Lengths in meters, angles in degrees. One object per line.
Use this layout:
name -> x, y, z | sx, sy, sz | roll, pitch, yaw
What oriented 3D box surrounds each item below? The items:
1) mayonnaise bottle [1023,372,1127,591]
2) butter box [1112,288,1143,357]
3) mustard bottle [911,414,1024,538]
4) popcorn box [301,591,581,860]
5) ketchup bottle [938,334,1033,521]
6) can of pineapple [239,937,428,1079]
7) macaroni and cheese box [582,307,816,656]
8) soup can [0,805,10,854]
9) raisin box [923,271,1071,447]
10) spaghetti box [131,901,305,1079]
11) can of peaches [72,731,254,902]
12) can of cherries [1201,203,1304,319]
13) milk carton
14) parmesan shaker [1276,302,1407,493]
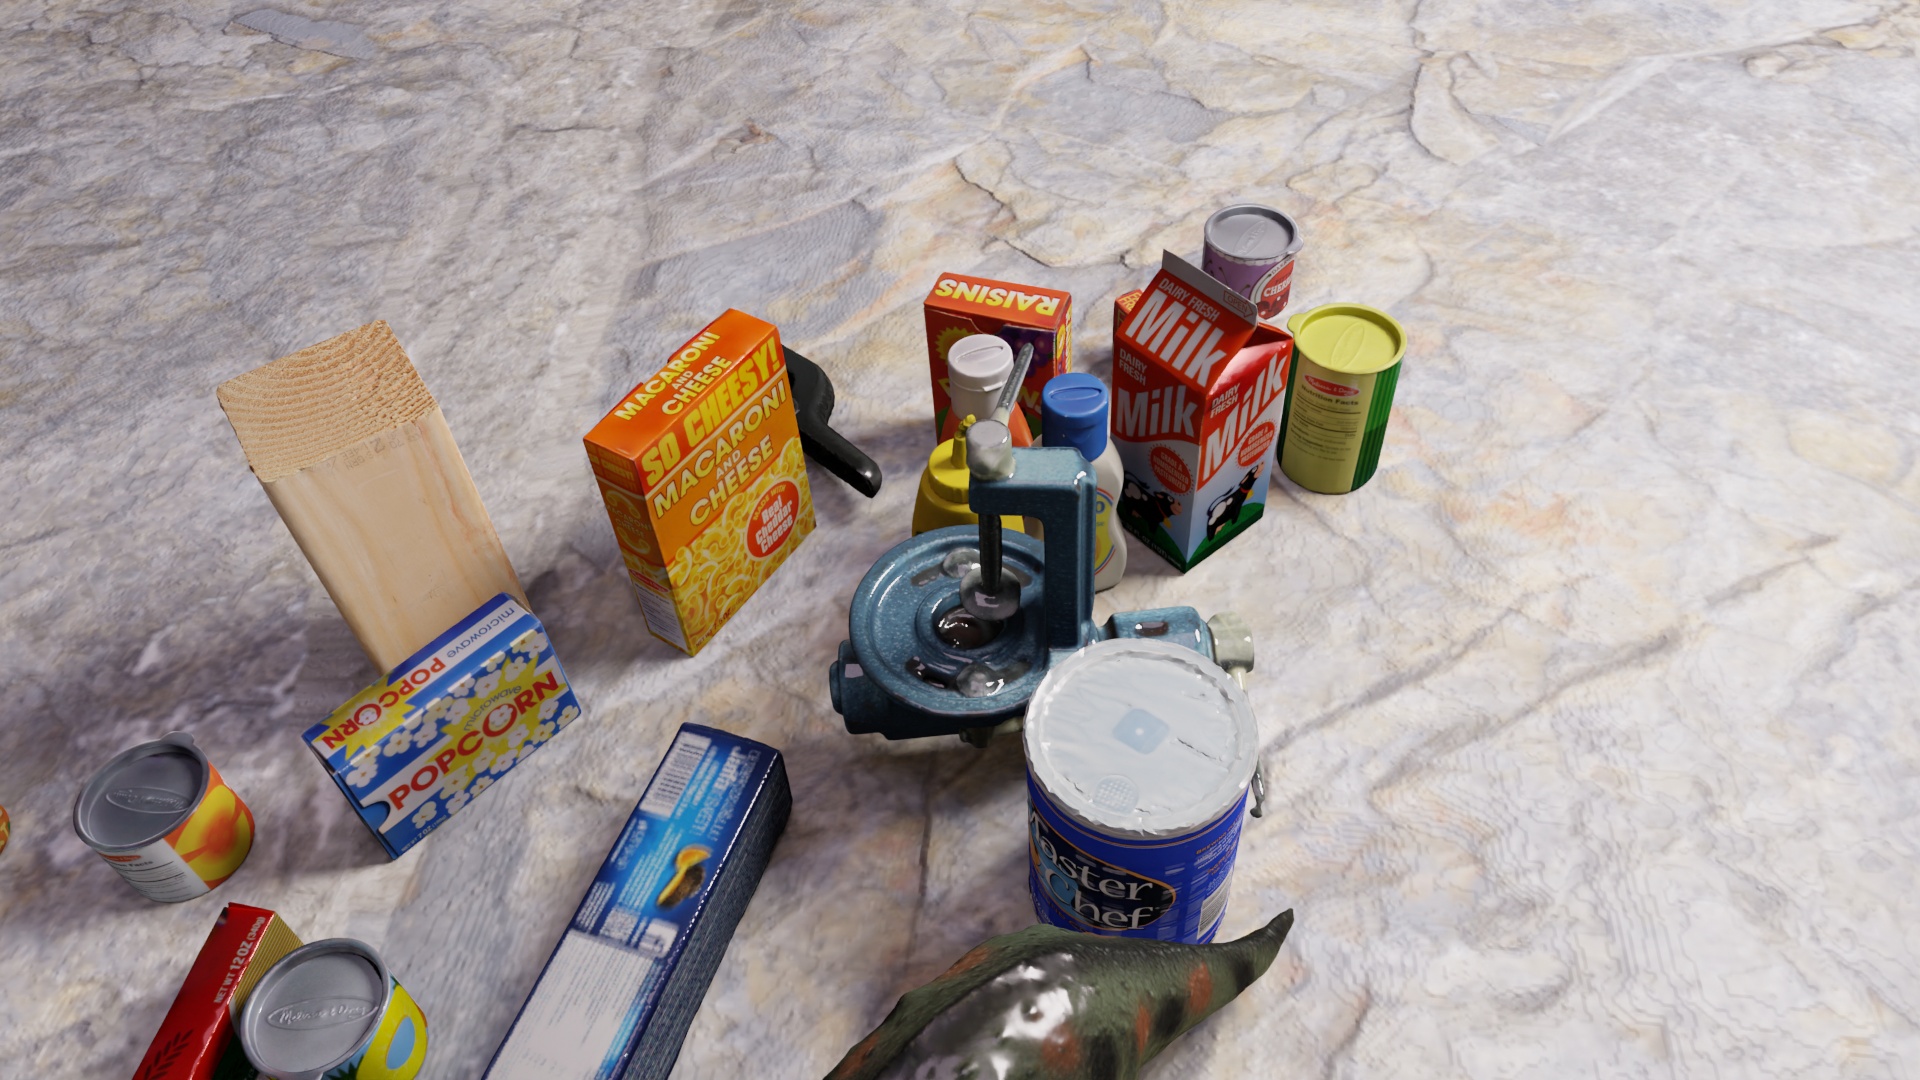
mayonnaise bottle -> 0.064, -0.029, 0.794 | 0.065, 0.147, 0.041 | -6, 48, -1
butter box -> 0.141, -0.121, 0.936 | 0.024, 0.052, 0.104 | -27, 52, -19
mustard bottle -> 0.003, -0.010, 0.773 | 0.065, 0.159, 0.049 | 25, 54, 24
popcorn box -> -0.273, 0.098, 0.744 | 0.038, 0.084, 0.127 | 33, 58, 29
ketchup bottle -> 0.015, -0.053, 0.818 | 0.065, 0.148, 0.044 | -18, 49, -12
can of pineapple -> -0.290, 0.229, 0.645 | 0.071, 0.057, 0.071 | -2, 48, 2
macaroni and cheese box -> -0.144, -0.031, 0.798 | 0.040, 0.165, 0.124 | 24, 54, 23
soup can -> -0.552, 0.143, 0.723 | 0.071, 0.083, 0.072 | -2, 48, 2
raisin box -> 0.025, -0.106, 0.883 | 0.086, 0.122, 0.040 | 13, 50, 15
spaghetti box -> -0.359, 0.284, 0.605 | 0.029, 0.050, 0.251 | 4, 48, 8
can of peaches -> -0.414, 0.145, 0.729 | 0.071, 0.057, 0.071 | -2, 48, 2
can of cherries -> 0.208, -0.198, 0.997 | 0.071, 0.058, 0.072 | -2, 48, 2
milk carton -> 0.136, -0.077, 0.804 | 0.074, 0.189, 0.072 | -34, 54, -24
parmesan shaker -> 0.233, -0.089, 0.867 | 0.071, 0.102, 0.072 | -2, 48, 2
